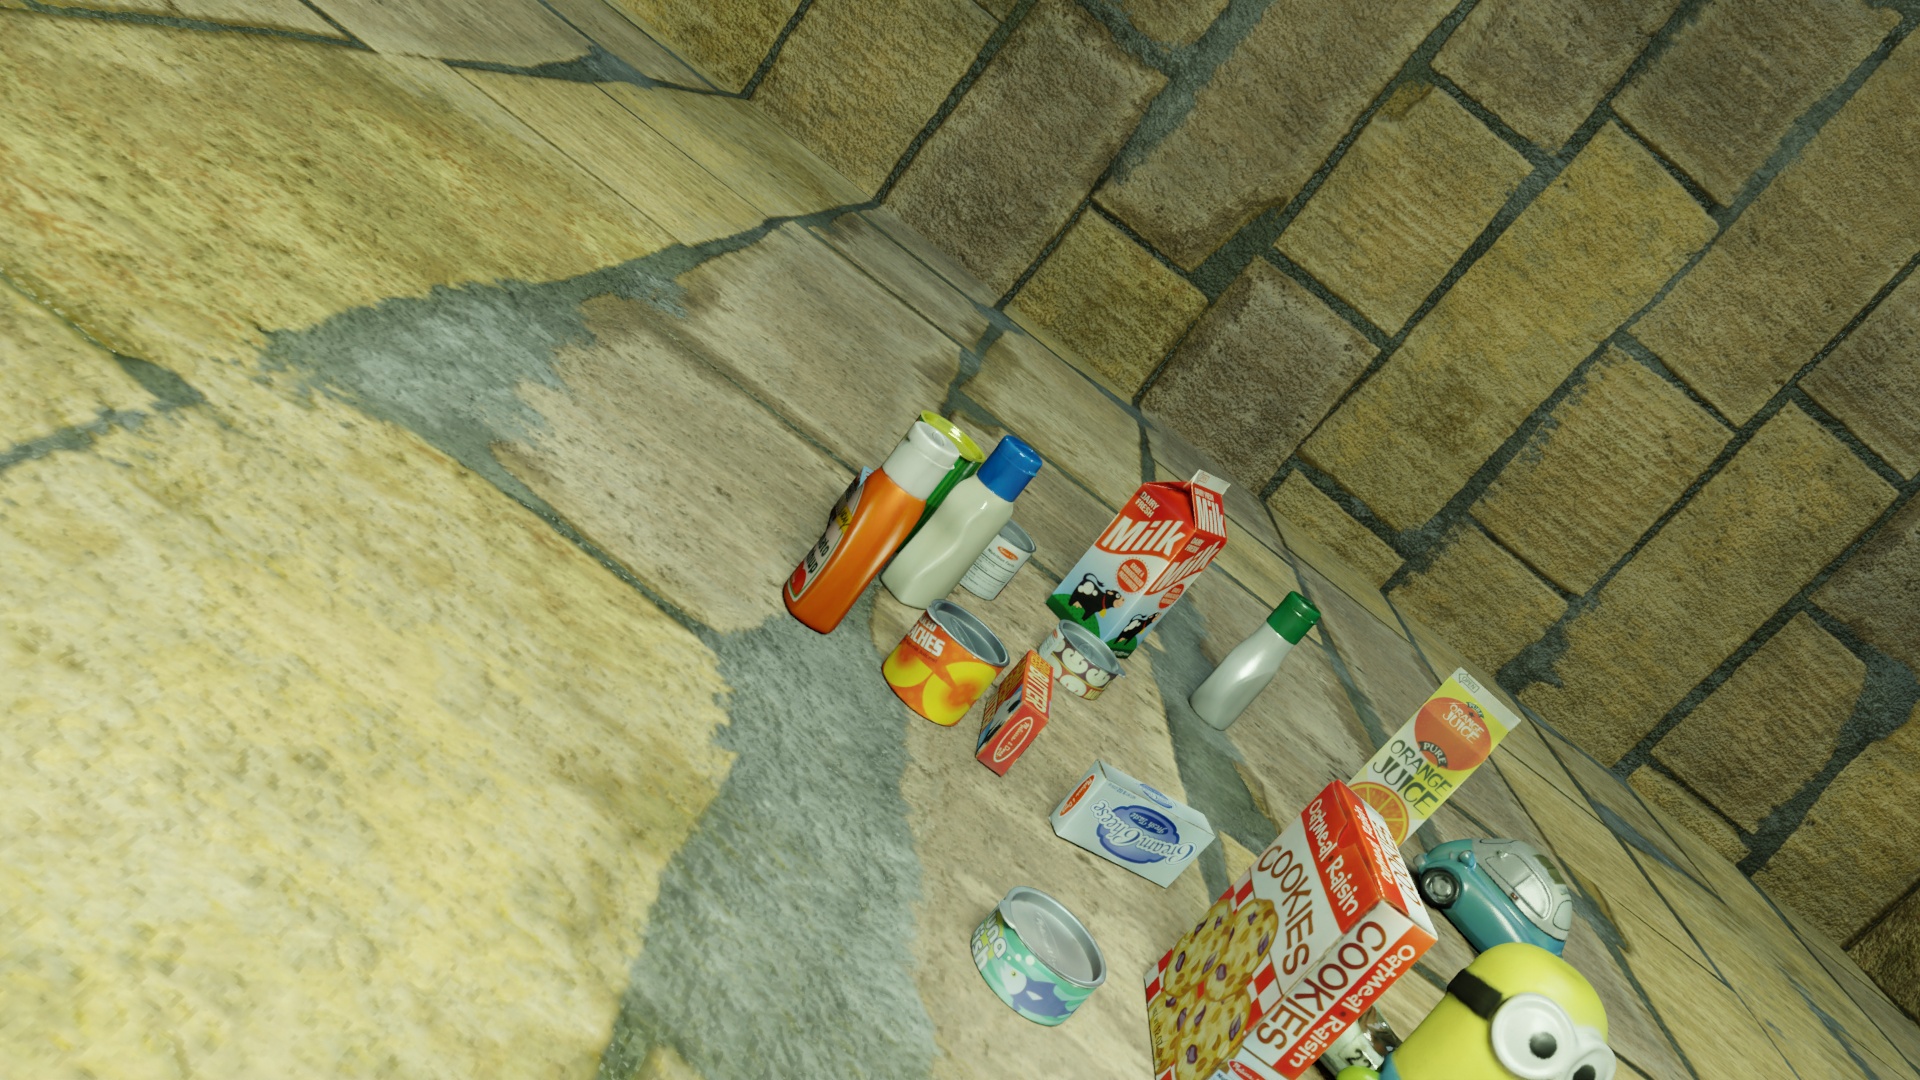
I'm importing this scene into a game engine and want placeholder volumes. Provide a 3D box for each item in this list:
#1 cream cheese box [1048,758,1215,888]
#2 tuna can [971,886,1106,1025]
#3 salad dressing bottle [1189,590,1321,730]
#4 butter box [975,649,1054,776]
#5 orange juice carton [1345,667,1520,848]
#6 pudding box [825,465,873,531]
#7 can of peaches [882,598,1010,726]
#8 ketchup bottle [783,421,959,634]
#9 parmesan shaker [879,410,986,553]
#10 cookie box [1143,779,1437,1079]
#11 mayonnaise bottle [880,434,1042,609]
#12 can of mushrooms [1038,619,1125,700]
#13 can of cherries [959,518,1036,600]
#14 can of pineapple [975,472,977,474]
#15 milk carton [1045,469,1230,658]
[{"bbox_3d":[0.113,0.188,0.917,0.104,0.053,0.024,30,17,-27],"label":"cream cheese box"},{"bbox_3d":[0.038,0.214,0.719,0.071,0.032,0.071,35,16,-11],"label":"tuna can"},{"bbox_3d":[0.280,0.113,1.316,0.064,0.147,0.044,17,26,-53],"label":"salad dressing bottle"},{"bbox_3d":[0.038,0.116,0.951,0.024,0.053,0.104,37,16,-5],"label":"butter box"},{"bbox_3d":[0.420,0.209,1.276,0.072,0.192,0.073,44,16,18],"label":"orange juice carton"},{"bbox_3d":[-0.079,-0.021,1.079,0.030,0.049,0.084,35,16,-12],"label":"pudding box"},{"bbox_3d":[-0.012,0.081,0.929,0.071,0.058,0.071,35,16,-12],"label":"can of peaches"},{"bbox_3d":[-0.058,-0.010,0.913,0.043,0.148,0.065,34,16,-18],"label":"ketchup bottle"},{"bbox_3d":[-0.035,-0.046,1.145,0.071,0.103,0.071,35,16,-12],"label":"parmesan shaker"},{"bbox_3d":[0.167,0.221,0.734,0.040,0.167,0.123,37,16,-8],"label":"cookie box"},{"bbox_3d":[0.004,-0.013,1.058,0.041,0.147,0.065,46,17,26],"label":"mayonnaise bottle"},{"bbox_3d":[0.101,0.102,1.165,0.071,0.033,0.071,35,16,-11],"label":"can of mushrooms"},{"bbox_3d":[0.022,0.008,1.202,0.071,0.058,0.072,35,16,-12],"label":"can of cherries"},{"bbox_3d":[-0.005,-0.036,1.265,0.071,0.057,0.071,35,16,-12],"label":"can of pineapple"},{"bbox_3d":[0.174,0.014,1.277,0.073,0.190,0.072,48,18,30],"label":"milk carton"}]
